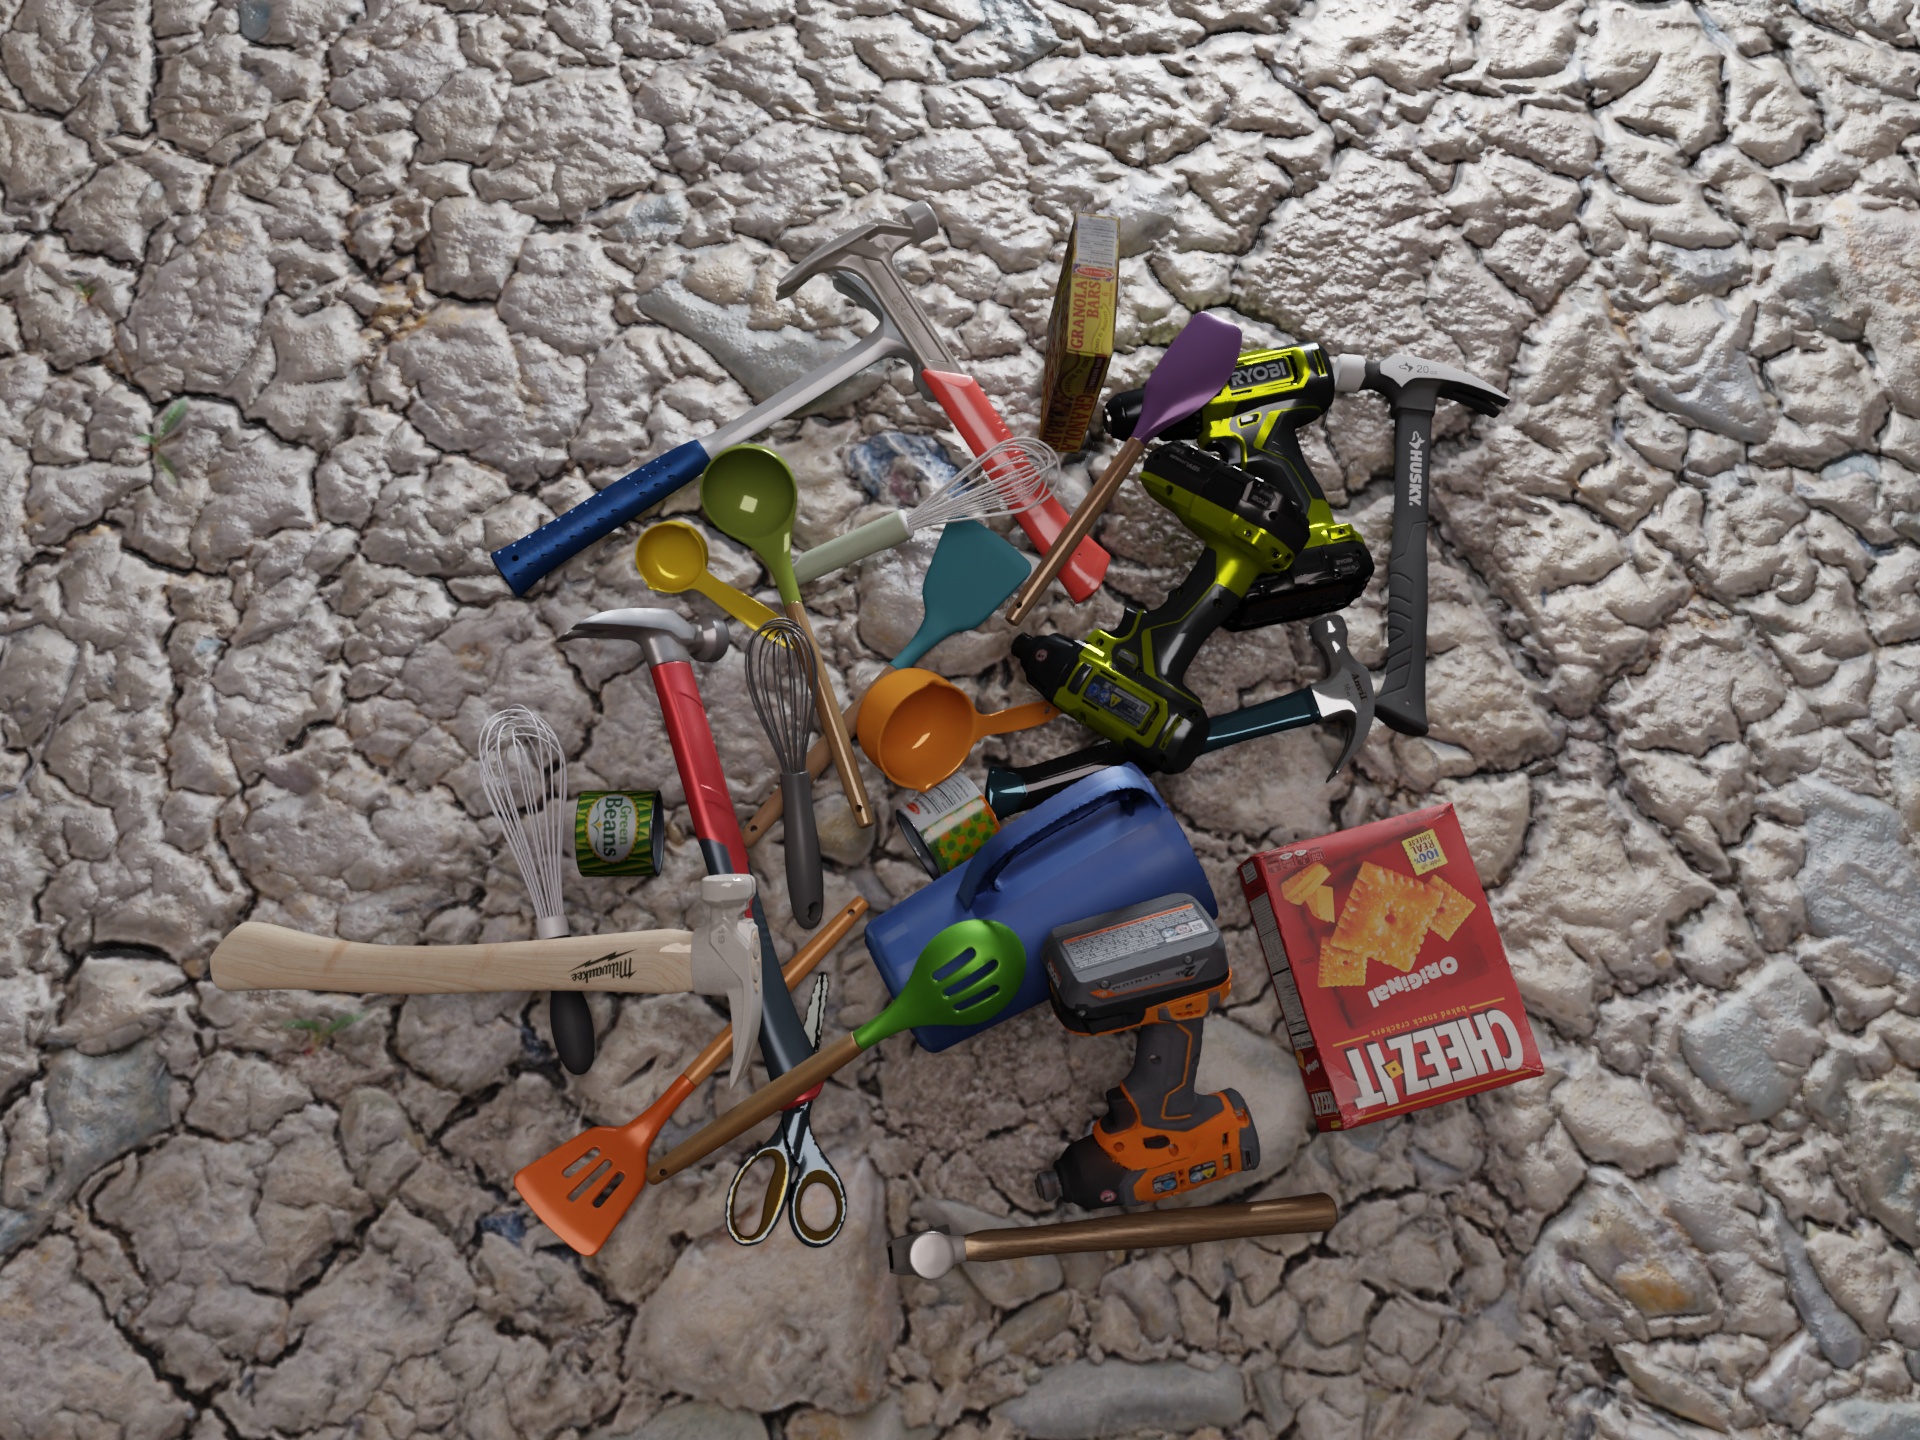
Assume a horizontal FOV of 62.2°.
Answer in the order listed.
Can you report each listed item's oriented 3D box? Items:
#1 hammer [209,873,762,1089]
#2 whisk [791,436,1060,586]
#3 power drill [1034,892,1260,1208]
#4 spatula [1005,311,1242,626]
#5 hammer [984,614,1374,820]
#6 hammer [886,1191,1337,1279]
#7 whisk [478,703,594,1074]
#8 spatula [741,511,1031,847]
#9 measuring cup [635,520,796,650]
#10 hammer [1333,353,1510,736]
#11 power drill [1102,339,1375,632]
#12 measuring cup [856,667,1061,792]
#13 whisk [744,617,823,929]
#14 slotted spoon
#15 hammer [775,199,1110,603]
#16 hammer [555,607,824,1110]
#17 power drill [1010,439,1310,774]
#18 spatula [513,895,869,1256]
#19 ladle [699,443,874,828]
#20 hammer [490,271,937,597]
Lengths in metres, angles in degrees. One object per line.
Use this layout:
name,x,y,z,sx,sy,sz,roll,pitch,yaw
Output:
hammer,-0.343,0.186,1.139,0.410,0.038,0.146,-2,91,10
whisk,-0.035,-0.159,1.267,0.246,0.058,0.059,-22,115,13
power drill,0.120,0.247,1.119,0.164,0.084,0.226,-15,118,-8
spatula,0.131,-0.203,1.283,0.060,0.018,0.316,32,79,21
hammer,0.174,0.017,1.267,0.331,0.033,0.128,-16,74,-8
hammer,0.110,0.364,1.129,0.331,0.130,0.031,-1,73,-15
whisk,-0.311,0.124,1.194,0.070,0.070,0.285,-13,79,-7
spatula,-0.070,-0.025,1.258,0.082,0.044,0.317,37,76,11
measuring cup,-0.190,-0.105,1.285,0.156,0.029,0.062,34,105,-7
hammer,0.381,-0.149,1.328,0.146,0.035,0.335,6,73,-1
power drill,0.231,-0.196,1.312,0.190,0.080,0.229,-12,72,-2
measuring cup,-0.002,-0.004,1.252,0.173,0.095,0.052,-11,28,-32
whisk,-0.128,0.042,1.203,0.055,0.055,0.239,-6,95,-5
slotted spoon,-0.090,0.238,1.102,0.314,0.031,0.070,-34,97,8
hammer,0.001,-0.247,1.304,0.149,0.036,0.359,-32,87,-11
hammer,-0.185,0.097,1.168,0.143,0.038,0.386,-2,68,-49
power drill,0.152,-0.093,1.226,0.171,0.080,0.223,32,92,27
spatula,-0.182,0.247,1.172,0.081,0.041,0.322,42,74,9
ladle,-0.127,-0.068,1.236,0.078,0.062,0.320,-23,76,13
hammer,-0.206,-0.232,1.316,0.405,0.035,0.144,-34,79,-12
